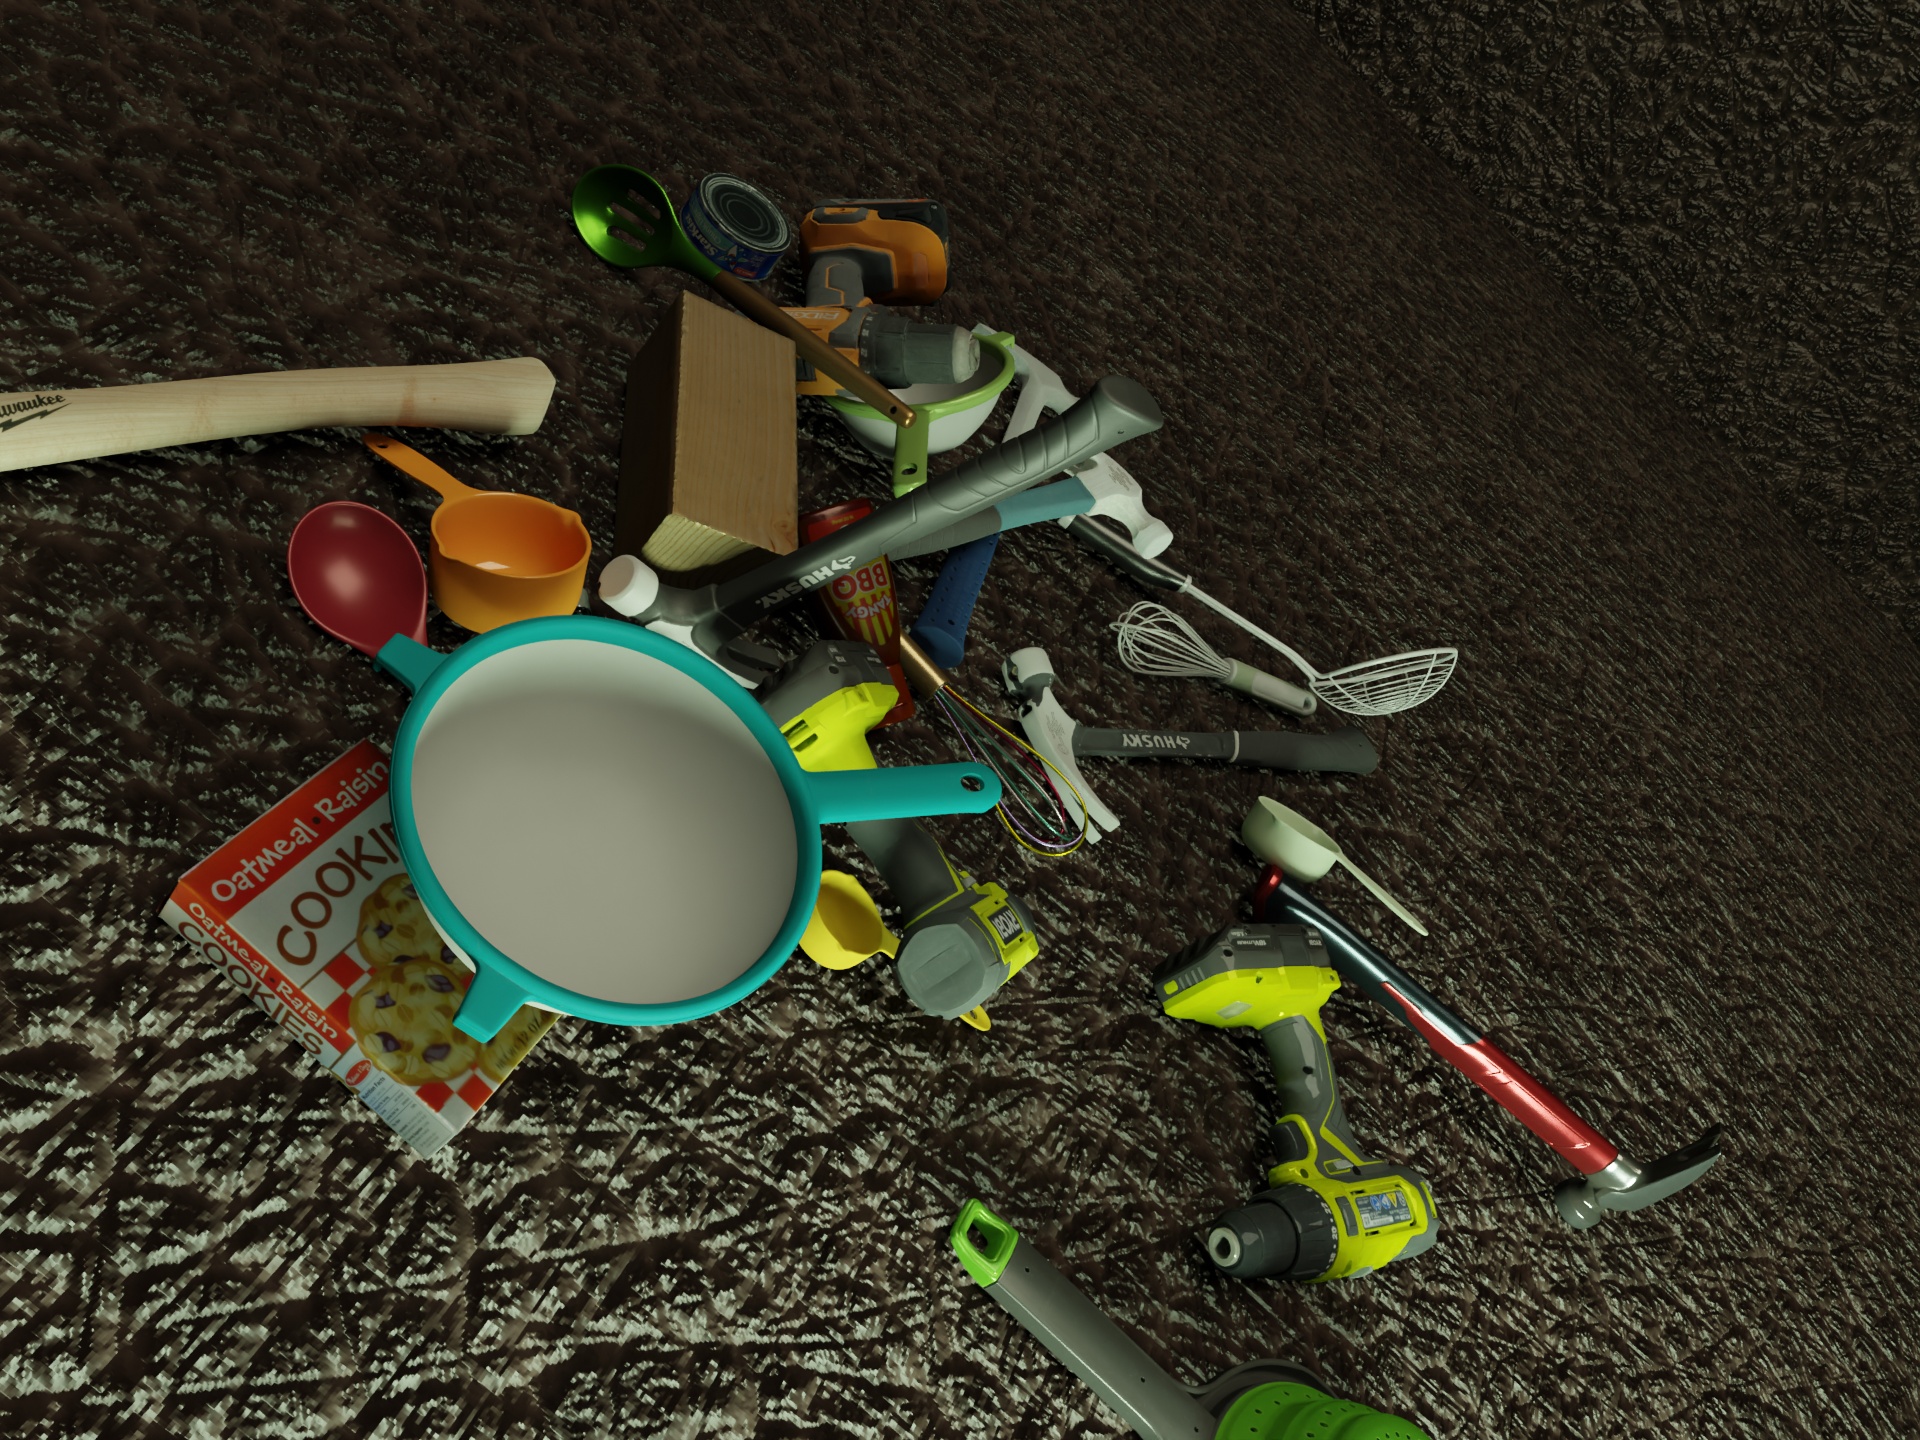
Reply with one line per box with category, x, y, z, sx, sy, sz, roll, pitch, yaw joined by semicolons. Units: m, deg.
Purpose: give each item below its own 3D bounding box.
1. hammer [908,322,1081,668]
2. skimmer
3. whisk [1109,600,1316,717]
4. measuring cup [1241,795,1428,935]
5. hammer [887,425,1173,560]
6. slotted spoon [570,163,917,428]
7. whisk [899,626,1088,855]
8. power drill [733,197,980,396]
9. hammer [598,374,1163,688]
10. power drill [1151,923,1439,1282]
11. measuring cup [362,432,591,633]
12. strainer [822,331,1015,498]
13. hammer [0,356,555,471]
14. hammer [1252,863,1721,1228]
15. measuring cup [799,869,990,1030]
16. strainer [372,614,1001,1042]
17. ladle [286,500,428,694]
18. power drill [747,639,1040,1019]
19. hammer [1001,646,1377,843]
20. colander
hammer;0.022;-0.184;1.274;0.144;0.035;0.406;36;40;-15
skimmer;0.255;-0.109;1.367;0.363;0.127;0.090;31;75;-7
whisk;0.217;-0.043;1.331;0.246;0.059;0.058;19;85;-37
measuring cup;0.282;0.121;1.213;0.168;0.038;0.083;43;16;33
hammer;0.013;-0.149;1.178;0.331;0.033;0.128;-19;65;-40
slotted spoon;-0.153;-0.296;1.126;0.314;0.070;0.031;38;18;14
whisk;-0.003;-0.002;1.098;0.245;0.047;0.051;48;27;6
power drill;-0.062;-0.319;1.211;0.185;0.084;0.226;4;41;12
hammer;-0.037;-0.112;0.936;0.146;0.335;0.035;41;32;-51
power drill;0.210;0.255;1.052;0.190;0.080;0.229;7;57;-40
measuring cup;-0.290;-0.107;0.920;0.174;0.052;0.095;34;37;22
strainer;-0.032;-0.210;1.181;0.151;0.069;0.257;-4;37;3
hammer;-0.405;-0.174;0.851;0.410;0.038;0.146;-18;70;-45
hammer;0.382;0.232;1.194;0.386;0.143;0.038;40;40;-4
measuring cup;-0.042;0.148;0.954;0.156;0.029;0.062;42;29;-27
strainer;-0.131;0.059;0.811;0.340;0.095;0.211;-2;62;-40
ladle;-0.260;0.019;0.850;0.069;0.031;0.315;-32;84;-27
power drill;-0.036;0.065;0.963;0.223;0.080;0.171;56;13;7
hammer;0.207;0.024;1.273;0.408;0.036;0.149;3;58;-42
colander;0.160;0.394;0.873;0.397;0.094;0.204;44;39;-5
